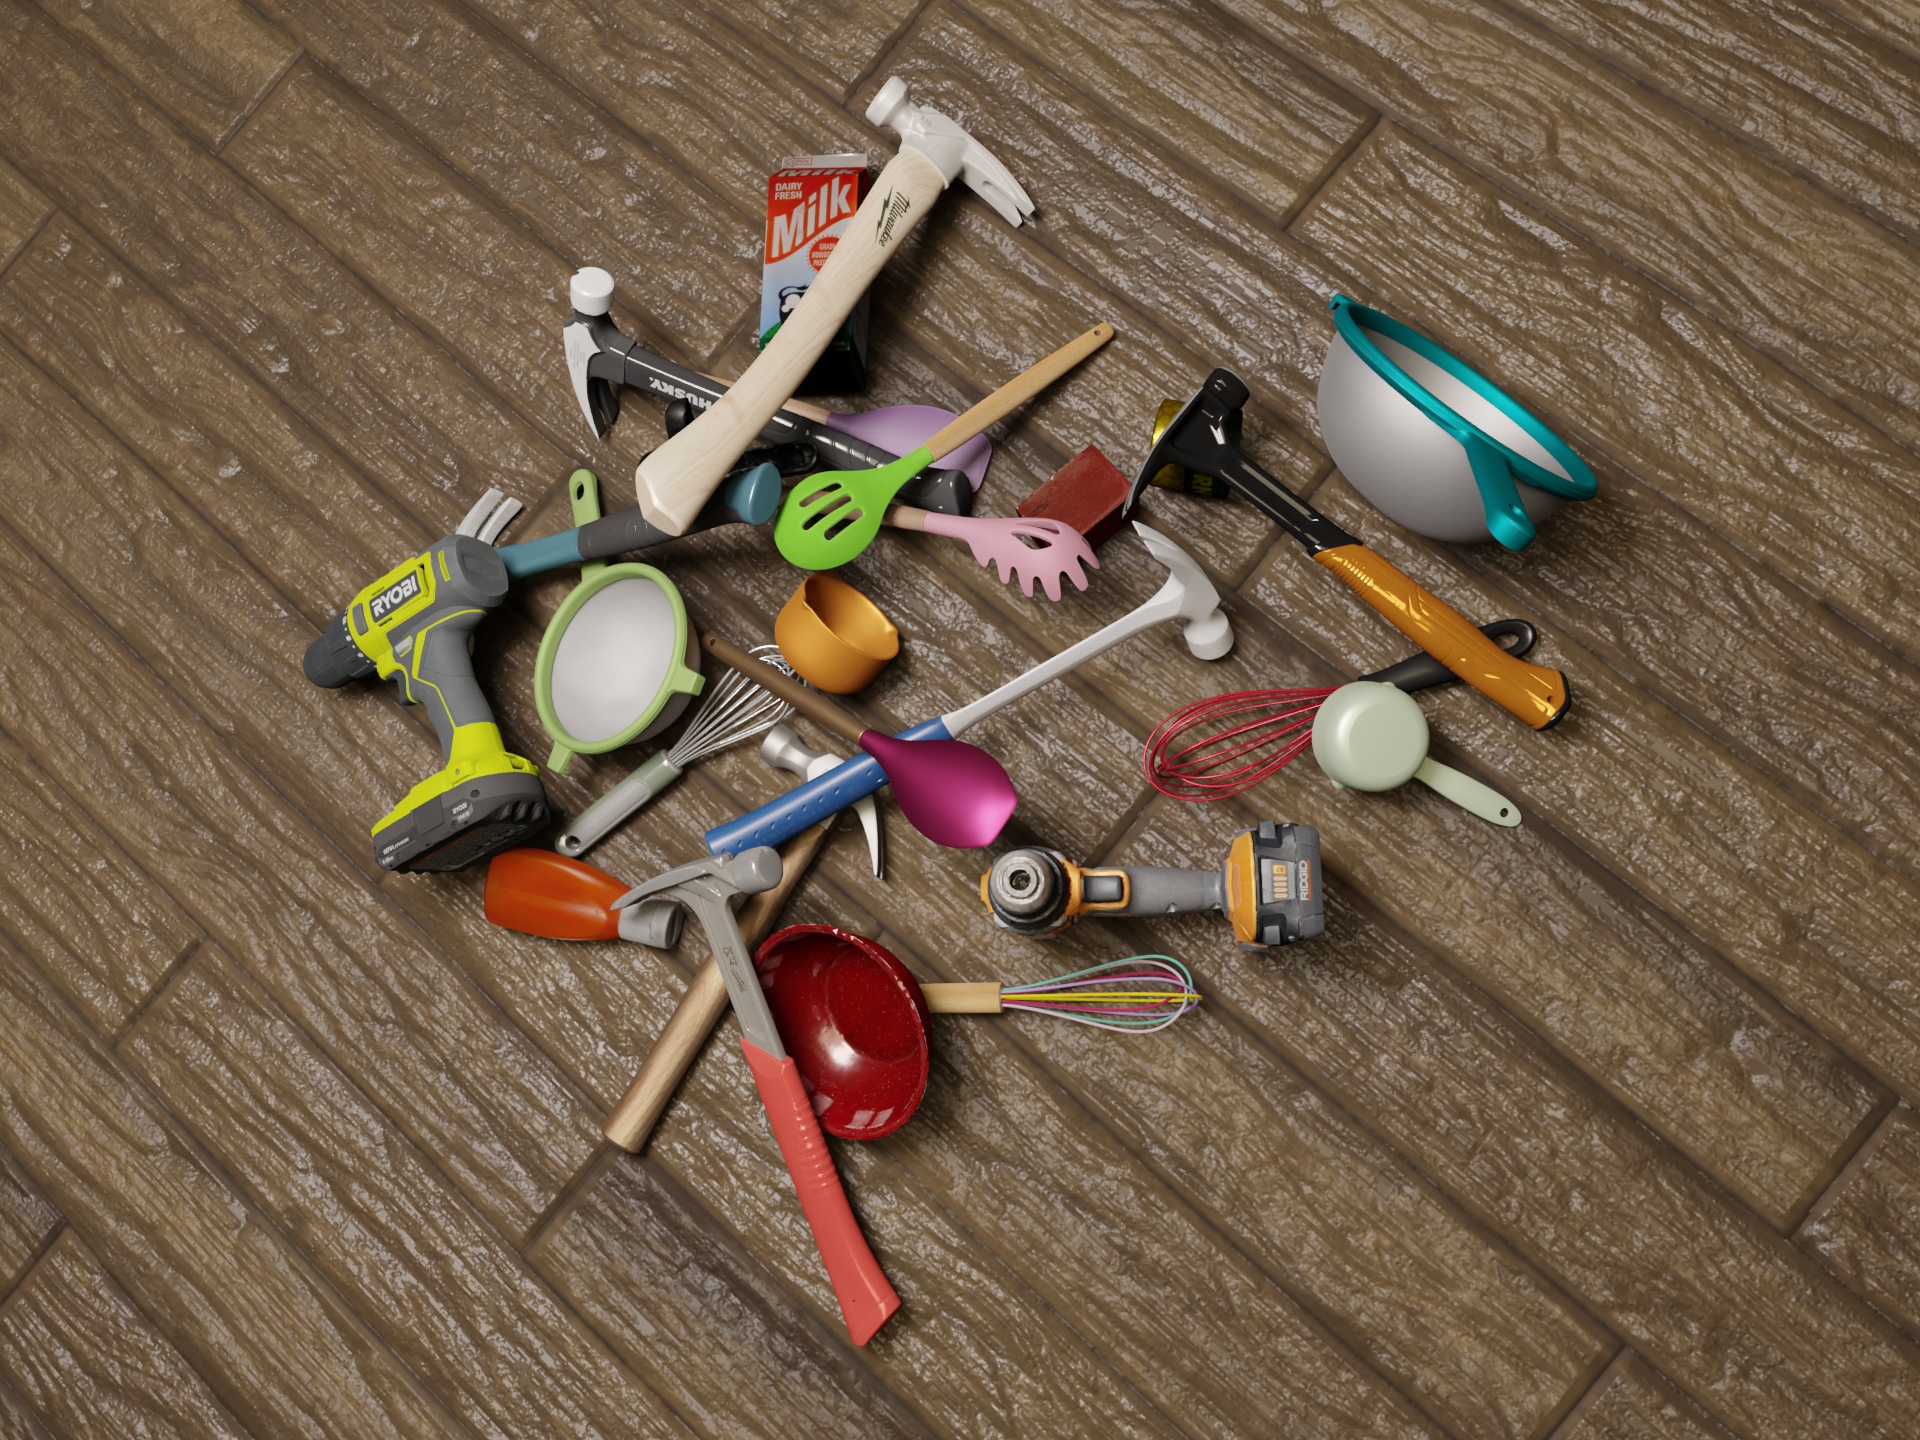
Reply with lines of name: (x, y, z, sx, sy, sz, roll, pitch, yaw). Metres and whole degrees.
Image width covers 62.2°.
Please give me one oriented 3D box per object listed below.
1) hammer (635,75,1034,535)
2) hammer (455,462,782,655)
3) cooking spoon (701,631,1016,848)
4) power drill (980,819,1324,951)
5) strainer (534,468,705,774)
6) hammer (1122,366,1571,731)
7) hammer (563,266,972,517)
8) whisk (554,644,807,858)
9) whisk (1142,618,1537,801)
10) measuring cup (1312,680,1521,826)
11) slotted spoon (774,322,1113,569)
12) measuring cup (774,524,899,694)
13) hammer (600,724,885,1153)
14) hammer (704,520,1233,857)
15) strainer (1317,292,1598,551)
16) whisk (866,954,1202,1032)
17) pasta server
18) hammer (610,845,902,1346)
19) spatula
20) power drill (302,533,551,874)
hammer: (-0.095, -0.288, 1.153, 0.146, 0.038, 0.411, 37, 66, -13)
hammer: (-0.273, -0.136, 1.202, 0.331, 0.033, 0.128, -10, 70, 30)
cooking spoon: (-0.082, 0.002, 1.109, 0.319, 0.017, 0.069, 30, 85, 37)
power drill: (0.126, 0.112, 1.071, 0.226, 0.185, 0.084, -2, 79, 7)
strainer: (-0.263, -0.084, 1.241, 0.151, 0.069, 0.257, -29, 59, 22)
hammer: (0.274, -0.099, 1.101, 0.337, 0.034, 0.127, 37, 78, 3)
hammer: (-0.147, -0.225, 1.221, 0.335, 0.146, 0.035, 23, 55, 2)
whisk: (-0.215, 0.027, 1.217, 0.246, 0.059, 0.057, -38, 104, 7)
whisk: (0.270, -0.013, 1.131, 0.296, 0.073, 0.073, -20, 78, 0)
measuring cup: (0.322, 0.033, 1.094, 0.167, 0.038, 0.083, 28, 90, -7)
slotted spoon: (-0.006, -0.213, 1.179, 0.314, 0.031, 0.070, -37, 80, -17)
measuring cup: (-0.113, -0.090, 1.210, 0.052, 0.095, 0.174, -49, 51, 24)
hammer: (-0.167, 0.175, 1.191, 0.130, 0.031, 0.331, 30, 88, 14)
hammer: (-0.002, -0.004, 1.134, 0.405, 0.143, 0.035, -29, 51, 5)
strainer: (0.307, -0.155, 1.023, 0.211, 0.341, 0.095, 31, 119, -8)
whisk: (0.050, 0.197, 1.140, 0.245, 0.047, 0.051, -3, 103, 14)
pasta server: (-0.044, -0.146, 1.185, 0.316, 0.040, 0.060, 14, 55, 30)
hammer: (-0.131, 0.270, 1.129, 0.149, 0.036, 0.359, -19, 92, 34)
spatula: (-0.126, -0.245, 1.257, 0.316, 0.018, 0.060, 17, 88, 11)
power drill: (-0.408, -0.004, 1.201, 0.190, 0.080, 0.229, -27, 72, 24)
